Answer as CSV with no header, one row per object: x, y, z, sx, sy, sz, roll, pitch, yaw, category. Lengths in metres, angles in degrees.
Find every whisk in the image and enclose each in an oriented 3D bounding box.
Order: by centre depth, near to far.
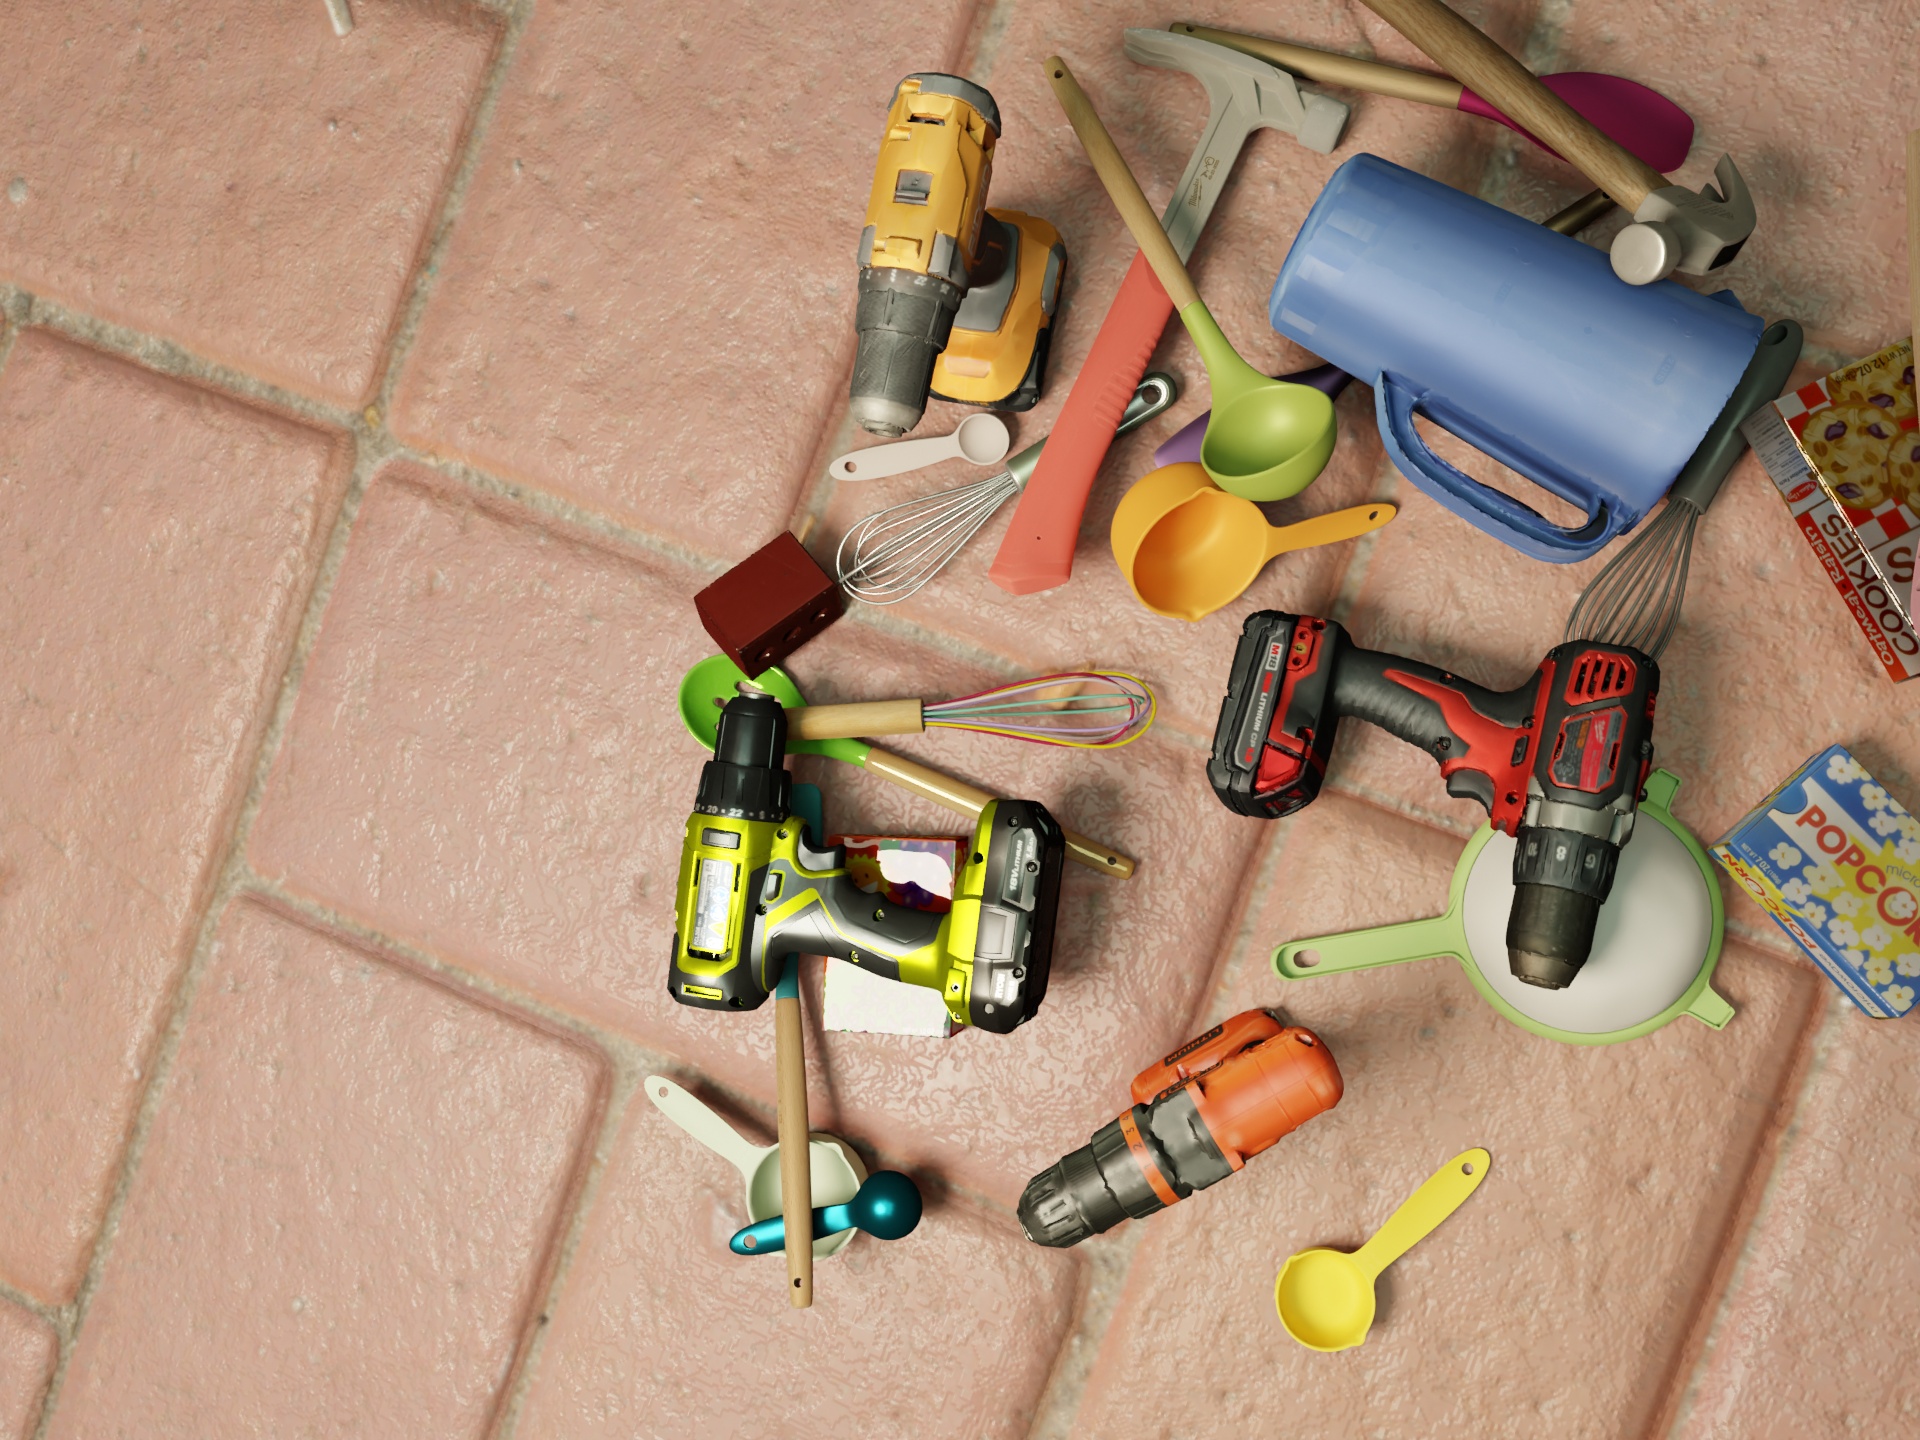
0.416,-0.124,0.906,0.055,0.055,0.239,30,90,13,whisk
-0.002,-0.001,0.985,0.245,0.051,0.047,-3,92,7,whisk
0.028,-0.148,0.998,0.246,0.059,0.058,-31,93,5,whisk

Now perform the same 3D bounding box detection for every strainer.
0.304,0.121,0.905,0.256,0.069,0.151,-11,85,11,strainer

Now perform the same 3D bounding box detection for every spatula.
0.261,-0.228,0.961,0.316,0.018,0.060,-34,85,11,spatula
-0.112,0.199,0.992,0.082,0.044,0.318,-9,69,9,spatula

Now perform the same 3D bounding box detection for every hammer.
0.314,-0.362,0.907,0.130,0.031,0.332,-20,59,-32,hammer
0.097,-0.244,0.965,0.149,0.036,0.359,25,84,10,hammer

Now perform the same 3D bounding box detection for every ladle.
0.120,-0.265,0.921,0.078,0.062,0.320,-28,75,9,ladle

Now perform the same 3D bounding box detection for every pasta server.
0.519,-0.173,0.836,0.060,0.040,0.316,8,76,-13,pasta server

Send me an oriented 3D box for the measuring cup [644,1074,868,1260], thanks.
-0.130,0.276,1.018,0.168,0.038,0.083,32,95,15,measuring cup

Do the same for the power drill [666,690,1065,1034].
-0.059,0.087,0.949,0.228,0.080,0.190,7,88,14,power drill

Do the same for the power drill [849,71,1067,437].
-0.005,-0.238,0.917,0.084,0.226,0.185,11,90,14,power drill

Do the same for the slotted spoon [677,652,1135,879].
-0.036,0.036,1.013,0.314,0.031,0.070,22,78,11,slotted spoon

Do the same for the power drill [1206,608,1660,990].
0.258,0.036,0.885,0.227,0.080,0.188,11,80,24,power drill

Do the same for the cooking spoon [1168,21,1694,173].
0.278,-0.384,0.965,0.319,0.017,0.069,19,75,14,cooking spoon

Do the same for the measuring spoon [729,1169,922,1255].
-0.086,0.309,0.972,0.128,0.021,0.042,-18,83,11,measuring spoon

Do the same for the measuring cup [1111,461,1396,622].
0.174,-0.120,0.959,0.173,0.095,0.052,-13,41,-12,measuring cup

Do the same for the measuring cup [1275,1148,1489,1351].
0.250,0.306,0.937,0.156,0.029,0.062,-41,79,-4,measuring cup

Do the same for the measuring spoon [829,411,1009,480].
-0.027,-0.175,1.029,0.124,0.018,0.034,-9,117,18,measuring spoon
